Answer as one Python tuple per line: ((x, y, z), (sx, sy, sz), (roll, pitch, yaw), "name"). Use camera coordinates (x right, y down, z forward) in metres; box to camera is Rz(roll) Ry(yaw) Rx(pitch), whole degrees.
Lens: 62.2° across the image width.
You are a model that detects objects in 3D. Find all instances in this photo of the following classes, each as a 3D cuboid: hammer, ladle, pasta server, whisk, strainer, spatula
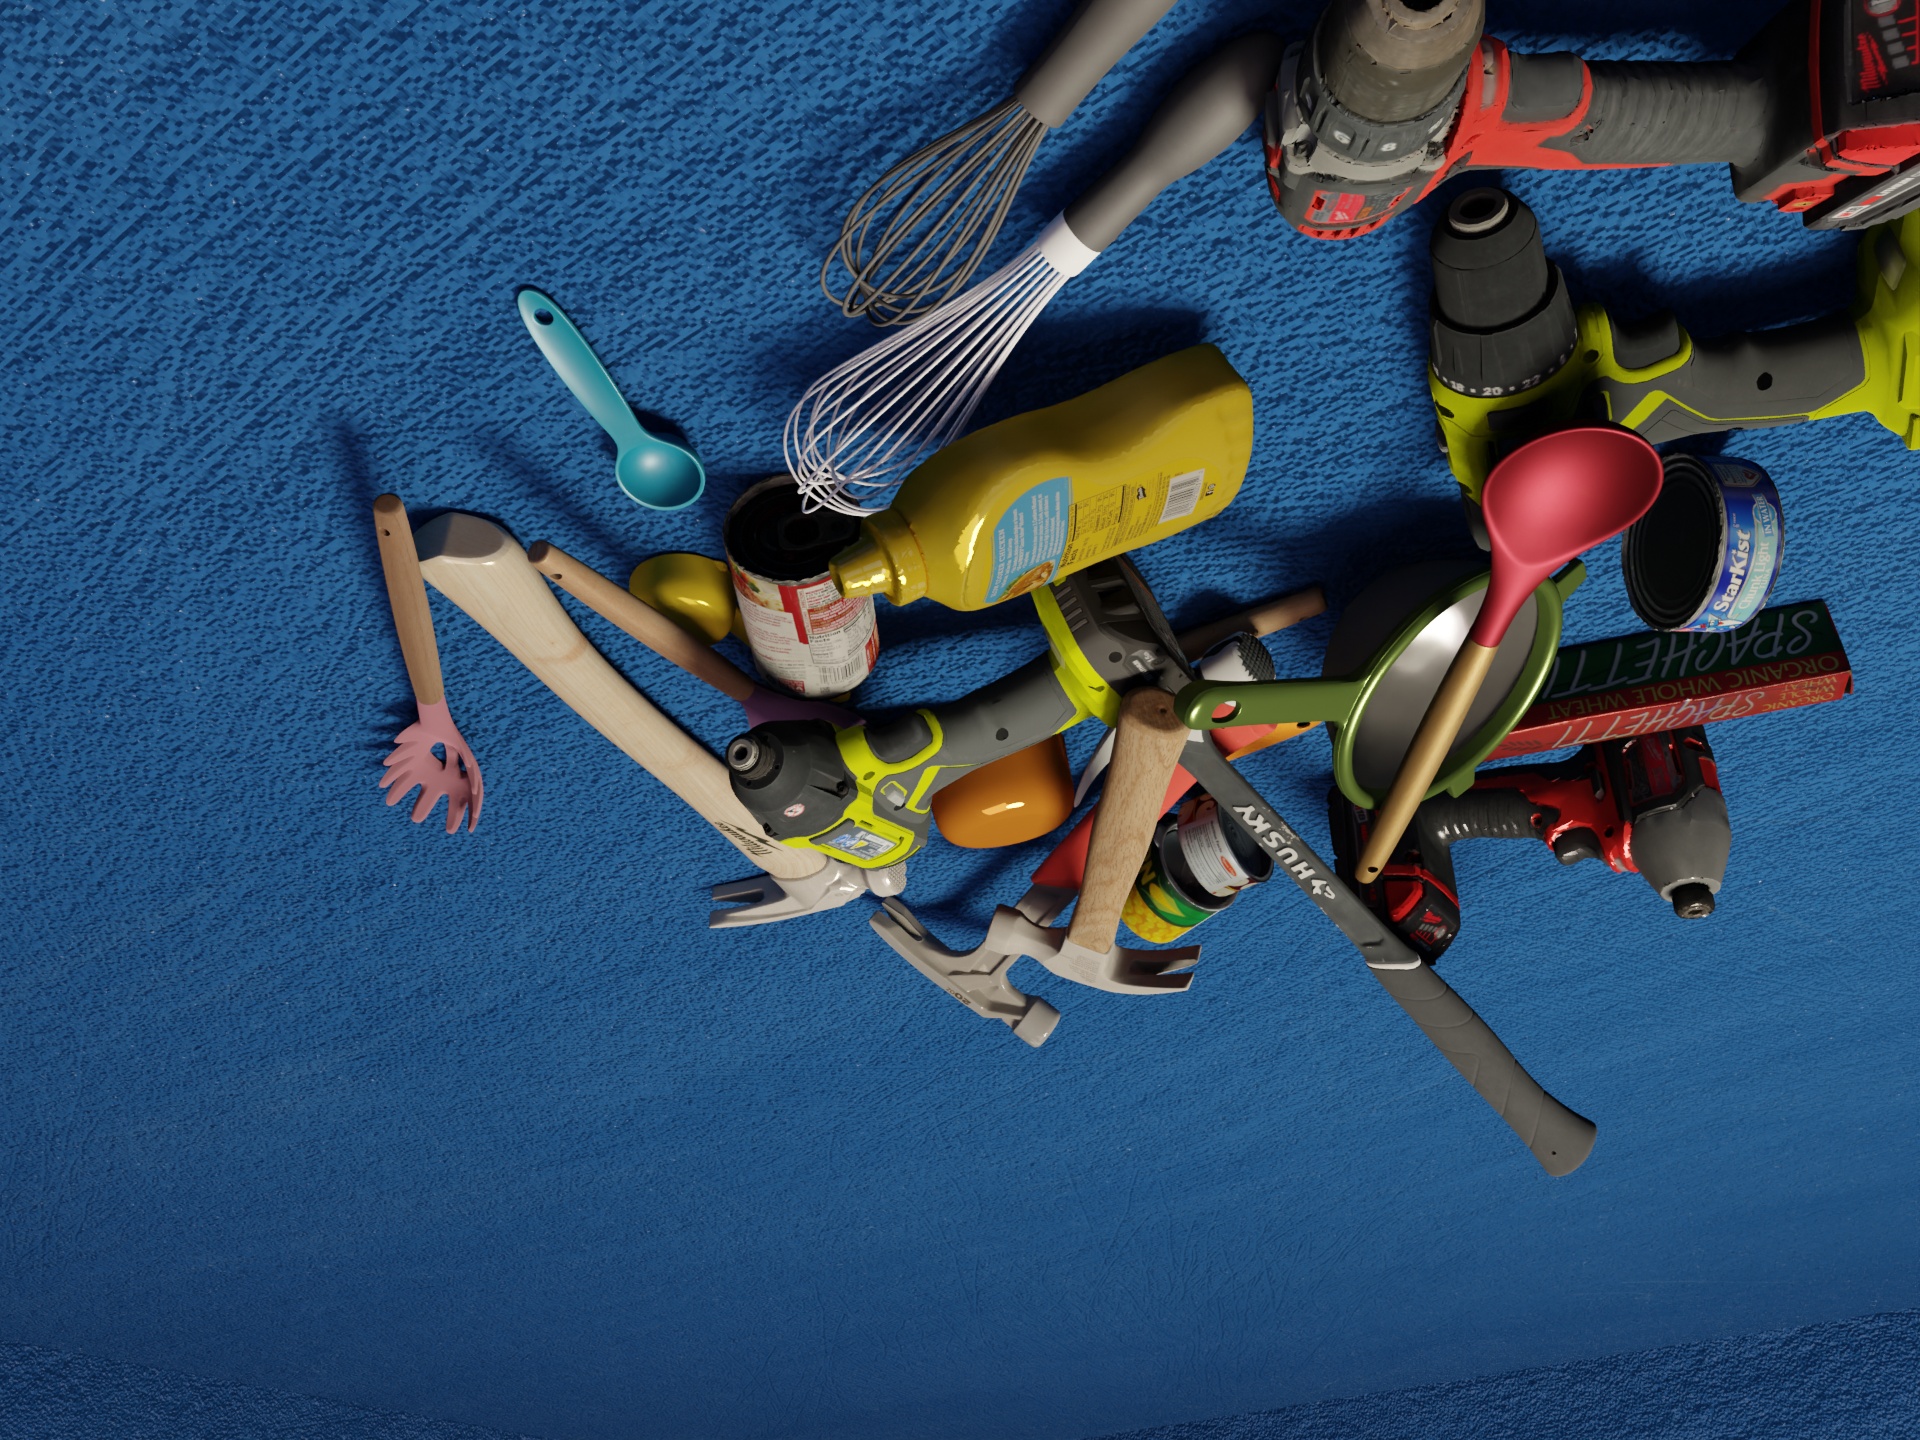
((0.234, 0.128, 0.926), (0.408, 0.036, 0.149), (46, 130, -14), "hammer")
((-0.185, 0.017, 0.940), (0.146, 0.038, 0.410), (-14, 143, 20), "hammer")
((0.240, -0.020, 0.753), (0.069, 0.031, 0.315), (12, 137, 1), "ladle")
((0.088, 0.078, 0.885), (0.130, 0.031, 0.331), (19, 151, 7), "hammer")
((-0.289, -0.021, 0.847), (0.060, 0.040, 0.316), (19, 151, -3), "pasta server")
((0.027, -0.228, 0.582), (0.055, 0.055, 0.239), (23, 134, -31), "whisk")
((0.194, -0.027, 0.807), (0.256, 0.069, 0.151), (-4, 127, -34), "strainer")
((0.023, -0.175, 0.654), (0.070, 0.070, 0.284), (26, 132, -34), "whisk")
((-0.127, -0.026, 0.846), (0.060, 0.018, 0.315), (-18, 155, 18), "spatula")
((0.076, 0.076, 1.009), (0.149, 0.037, 0.359), (37, 131, 1), "hammer")

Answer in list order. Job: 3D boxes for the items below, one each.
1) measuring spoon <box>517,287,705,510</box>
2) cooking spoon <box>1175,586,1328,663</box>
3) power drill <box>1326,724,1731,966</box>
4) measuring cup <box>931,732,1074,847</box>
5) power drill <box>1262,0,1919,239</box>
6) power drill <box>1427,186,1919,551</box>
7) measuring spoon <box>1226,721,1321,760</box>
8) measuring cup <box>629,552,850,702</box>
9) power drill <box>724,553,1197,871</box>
((-0.158, -0.148, 0.720), (0.042, 0.021, 0.128), (-16, 134, 19), "measuring spoon")
((0.058, -0.015, 0.914), (0.319, 0.017, 0.068), (-20, 160, 24), "cooking spoon")
((0.339, 0.071, 0.946), (0.219, 0.143, 0.078), (-22, 141, 31), "power drill")
((-0.016, 0.052, 0.949), (0.173, 0.052, 0.095), (-13, 160, -2), "measuring cup")
((0.214, -0.208, 0.513), (0.226, 0.080, 0.188), (-2, -176, 7), "power drill")
((0.310, -0.164, 0.659), (0.228, 0.080, 0.190), (-12, 143, 19), "power drill")
((0.172, 0.020, 0.977), (0.117, 0.011, 0.021), (-26, 139, 31), "measuring spoon")
((-0.115, -0.038, 0.864), (0.062, 0.029, 0.156), (-26, 138, 31), "measuring cup")
((-0.001, -0.003, 0.809), (0.223, 0.080, 0.171), (-29, 156, 13), "power drill")
